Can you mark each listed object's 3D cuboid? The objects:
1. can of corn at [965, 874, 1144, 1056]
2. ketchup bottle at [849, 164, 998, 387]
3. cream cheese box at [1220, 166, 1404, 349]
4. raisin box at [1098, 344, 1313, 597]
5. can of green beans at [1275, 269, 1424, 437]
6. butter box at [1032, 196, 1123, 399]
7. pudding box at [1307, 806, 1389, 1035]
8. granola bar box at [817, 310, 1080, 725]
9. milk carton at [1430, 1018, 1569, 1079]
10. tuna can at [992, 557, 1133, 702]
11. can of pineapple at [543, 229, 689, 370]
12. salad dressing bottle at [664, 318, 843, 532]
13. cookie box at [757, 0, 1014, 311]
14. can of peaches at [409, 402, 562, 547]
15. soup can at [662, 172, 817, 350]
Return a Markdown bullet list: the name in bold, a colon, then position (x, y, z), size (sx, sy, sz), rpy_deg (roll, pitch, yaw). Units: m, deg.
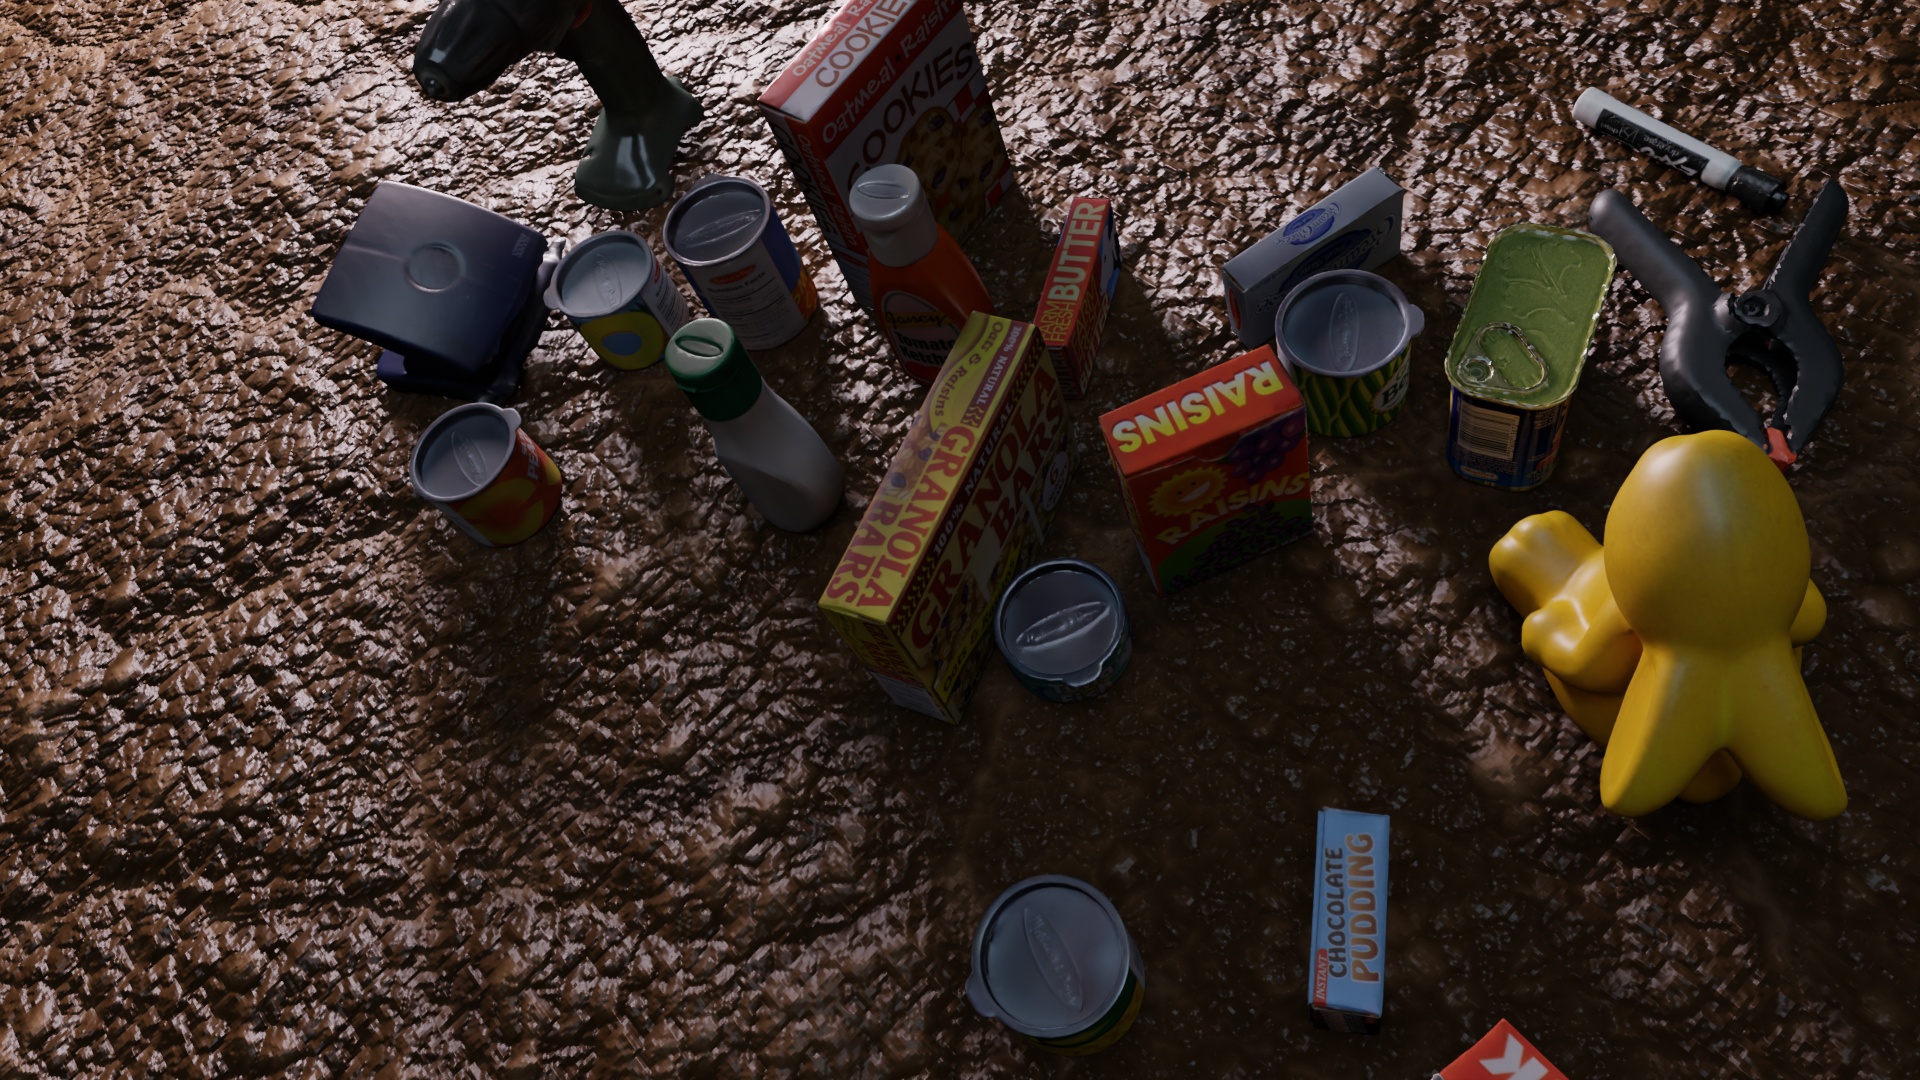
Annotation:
- **can of corn**: position (0.041, 0.185, 0.596), size (0.071, 0.058, 0.071), rpy_deg (-7, 60, 12)
- **ketchup bottle**: position (-0.020, -0.137, 0.741), size (0.065, 0.148, 0.044), rpy_deg (10, 65, 21)
- **cream cheese box**: position (0.189, -0.151, 0.746), size (0.104, 0.053, 0.024), rpy_deg (-34, 58, -4)
- **raisin box**: position (0.119, -0.029, 0.656), size (0.086, 0.123, 0.040), rpy_deg (-22, 58, 3)
- **can of green beans**: position (0.196, -0.094, 0.709), size (0.071, 0.057, 0.071), rpy_deg (-7, 60, 12)
- **butter box**: position (0.065, -0.134, 0.771), size (0.024, 0.053, 0.104), rpy_deg (8, 64, 20)
- **pudding box**: position (0.163, 0.159, 0.581), size (0.030, 0.049, 0.084), rpy_deg (2, 62, 17)
- **granola bar box**: position (0.002, -0.008, 0.677), size (0.039, 0.123, 0.166), rpy_deg (17, 67, 23)
- **milk carton**: position (0.180, 0.219, 0.460), size (0.073, 0.190, 0.072), rpy_deg (-41, 59, -8)
- **tuna can**: position (0.052, 0.047, 0.685), size (0.071, 0.032, 0.071), rpy_deg (-7, 60, 12)
- **can of pineapple**: position (-0.209, -0.146, 0.853), size (0.071, 0.057, 0.071), rpy_deg (-7, 60, 12)
- **salad dressing bottle**: position (-0.106, -0.057, 0.721), size (0.064, 0.147, 0.044), rpy_deg (19, 69, 24)
- **cookie box**: position (-0.036, -0.224, 0.783), size (0.040, 0.166, 0.123), rpy_deg (29, 73, 27)
- **can of peaches**: position (-0.273, -0.039, 0.810), size (0.071, 0.058, 0.071), rpy_deg (-7, 60, 12)
- **soup can**: position (-0.129, -0.165, 0.825), size (0.071, 0.083, 0.071), rpy_deg (-7, 60, 12)
